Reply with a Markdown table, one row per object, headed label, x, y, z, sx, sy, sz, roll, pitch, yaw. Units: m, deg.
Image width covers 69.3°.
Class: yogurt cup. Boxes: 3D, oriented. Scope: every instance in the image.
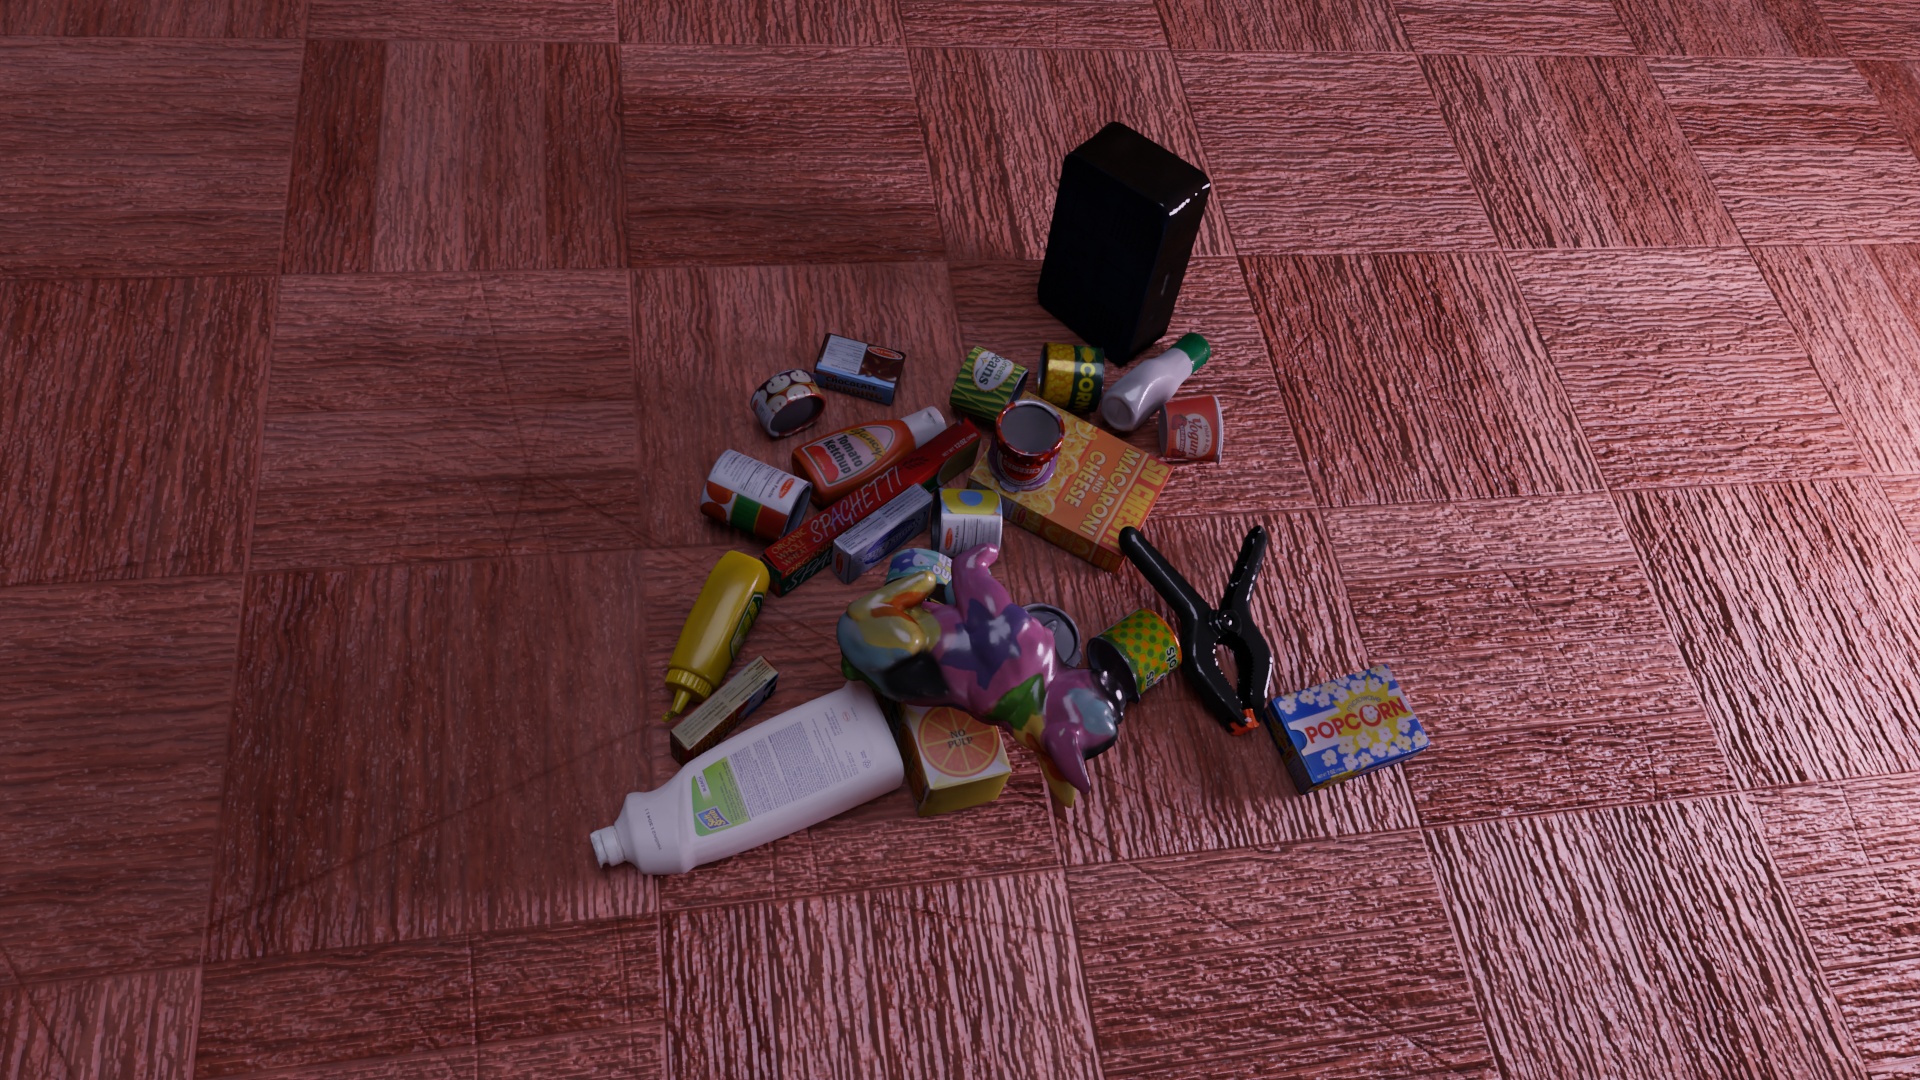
| label | x | y | z | sx | sy | sz | roll | pitch | yaw |
| --- | --- | --- | --- | --- | --- | --- | --- | --- | --- |
| yogurt cup | 0.229 | -0.111 | 1.392 | 0.054 | 0.072 | 0.073 | -2 | 60 | -2 |

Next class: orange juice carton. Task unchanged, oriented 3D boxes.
| label | x | y | z | sx | sy | sz | roll | pitch | yaw |
| --- | --- | --- | --- | --- | --- | --- | --- | --- | --- |
| orange juice carton | -0.024 | 0.132 | 1.199 | 0.073 | 0.071 | 0.193 | -11 | 63 | -16 |

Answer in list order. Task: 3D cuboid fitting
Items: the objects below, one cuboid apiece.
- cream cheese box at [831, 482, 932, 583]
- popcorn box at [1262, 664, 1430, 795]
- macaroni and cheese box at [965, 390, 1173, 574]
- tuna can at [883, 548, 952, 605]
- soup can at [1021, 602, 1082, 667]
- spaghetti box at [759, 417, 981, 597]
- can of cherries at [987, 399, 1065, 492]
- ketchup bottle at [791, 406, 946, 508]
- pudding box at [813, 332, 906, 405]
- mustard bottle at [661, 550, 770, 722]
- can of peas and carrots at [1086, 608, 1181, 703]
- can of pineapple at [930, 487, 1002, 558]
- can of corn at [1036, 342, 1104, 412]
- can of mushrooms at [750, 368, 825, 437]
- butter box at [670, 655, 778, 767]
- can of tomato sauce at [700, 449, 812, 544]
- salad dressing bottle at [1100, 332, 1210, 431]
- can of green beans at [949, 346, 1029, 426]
| label | x | y | z | sx | sy | sz | roll | pitch | yaw |
| --- | --- | --- | --- | --- | --- | --- | --- | --- | --- |
| cream cheese box | -0.072 | -0.007 | 1.283 | 0.104 | 0.053 | 0.024 | -36 | 70 | -26 |
| popcorn box | 0.349 | 0.171 | 1.261 | 0.127 | 0.038 | 0.085 | -14 | 64 | -18 |
| macaroni and cheese box | 0.106 | -0.057 | 1.352 | 0.166 | 0.040 | 0.124 | 28 | 60 | 8 |
| tuna can | -0.033 | 0.037 | 1.254 | 0.071 | 0.070 | 0.033 | 14 | 58 | -2 |
| soup can | 0.067 | 0.105 | 1.224 | 0.071 | 0.083 | 0.071 | 4 | 60 | -7 |
| spaghetti box | -0.081 | -0.033 | 1.299 | 0.251 | 0.050 | 0.029 | -36 | 70 | -26 |
| can of cherries | 0.061 | -0.088 | 1.304 | 0.071 | 0.058 | 0.072 | 4 | 59 | -6 |
| ketchup bottle | -0.084 | -0.086 | 1.333 | 0.149 | 0.043 | 0.065 | -25 | 67 | -23 |
| pudding box | -0.101 | -0.171 | 1.388 | 0.084 | 0.030 | 0.050 | 14 | 57 | -1 |
| mustard bottle | -0.216 | 0.088 | 1.199 | 0.049 | 0.065 | 0.161 | 19 | 64 | 8 |
| can of peas and carrots | 0.158 | 0.104 | 1.250 | 0.059 | 0.070 | 0.071 | -30 | 69 | -25 |
| can of pineapple | 0.005 | -0.016 | 1.295 | 0.058 | 0.070 | 0.071 | 2 | 60 | -9 |
| can of corn | 0.110 | -0.163 | 1.398 | 0.058 | 0.070 | 0.071 | 6 | 59 | -6 |
| can of mushrooms | -0.163 | -0.132 | 1.333 | 0.071 | 0.070 | 0.033 | -24 | 67 | -22 |
| butter box | -0.200 | 0.145 | 1.172 | 0.024 | 0.053 | 0.104 | 43 | 63 | 12 |
| can of tomato sauce | -0.188 | -0.037 | 1.275 | 0.083 | 0.070 | 0.071 | 23 | 59 | 4 |
| salad dressing bottle | 0.203 | -0.165 | 1.423 | 0.044 | 0.064 | 0.148 | 34 | 51 | 22 |
| can of green beans | 0.028 | -0.152 | 1.378 | 0.058 | 0.071 | 0.071 | 26 | 59 | 6 |
